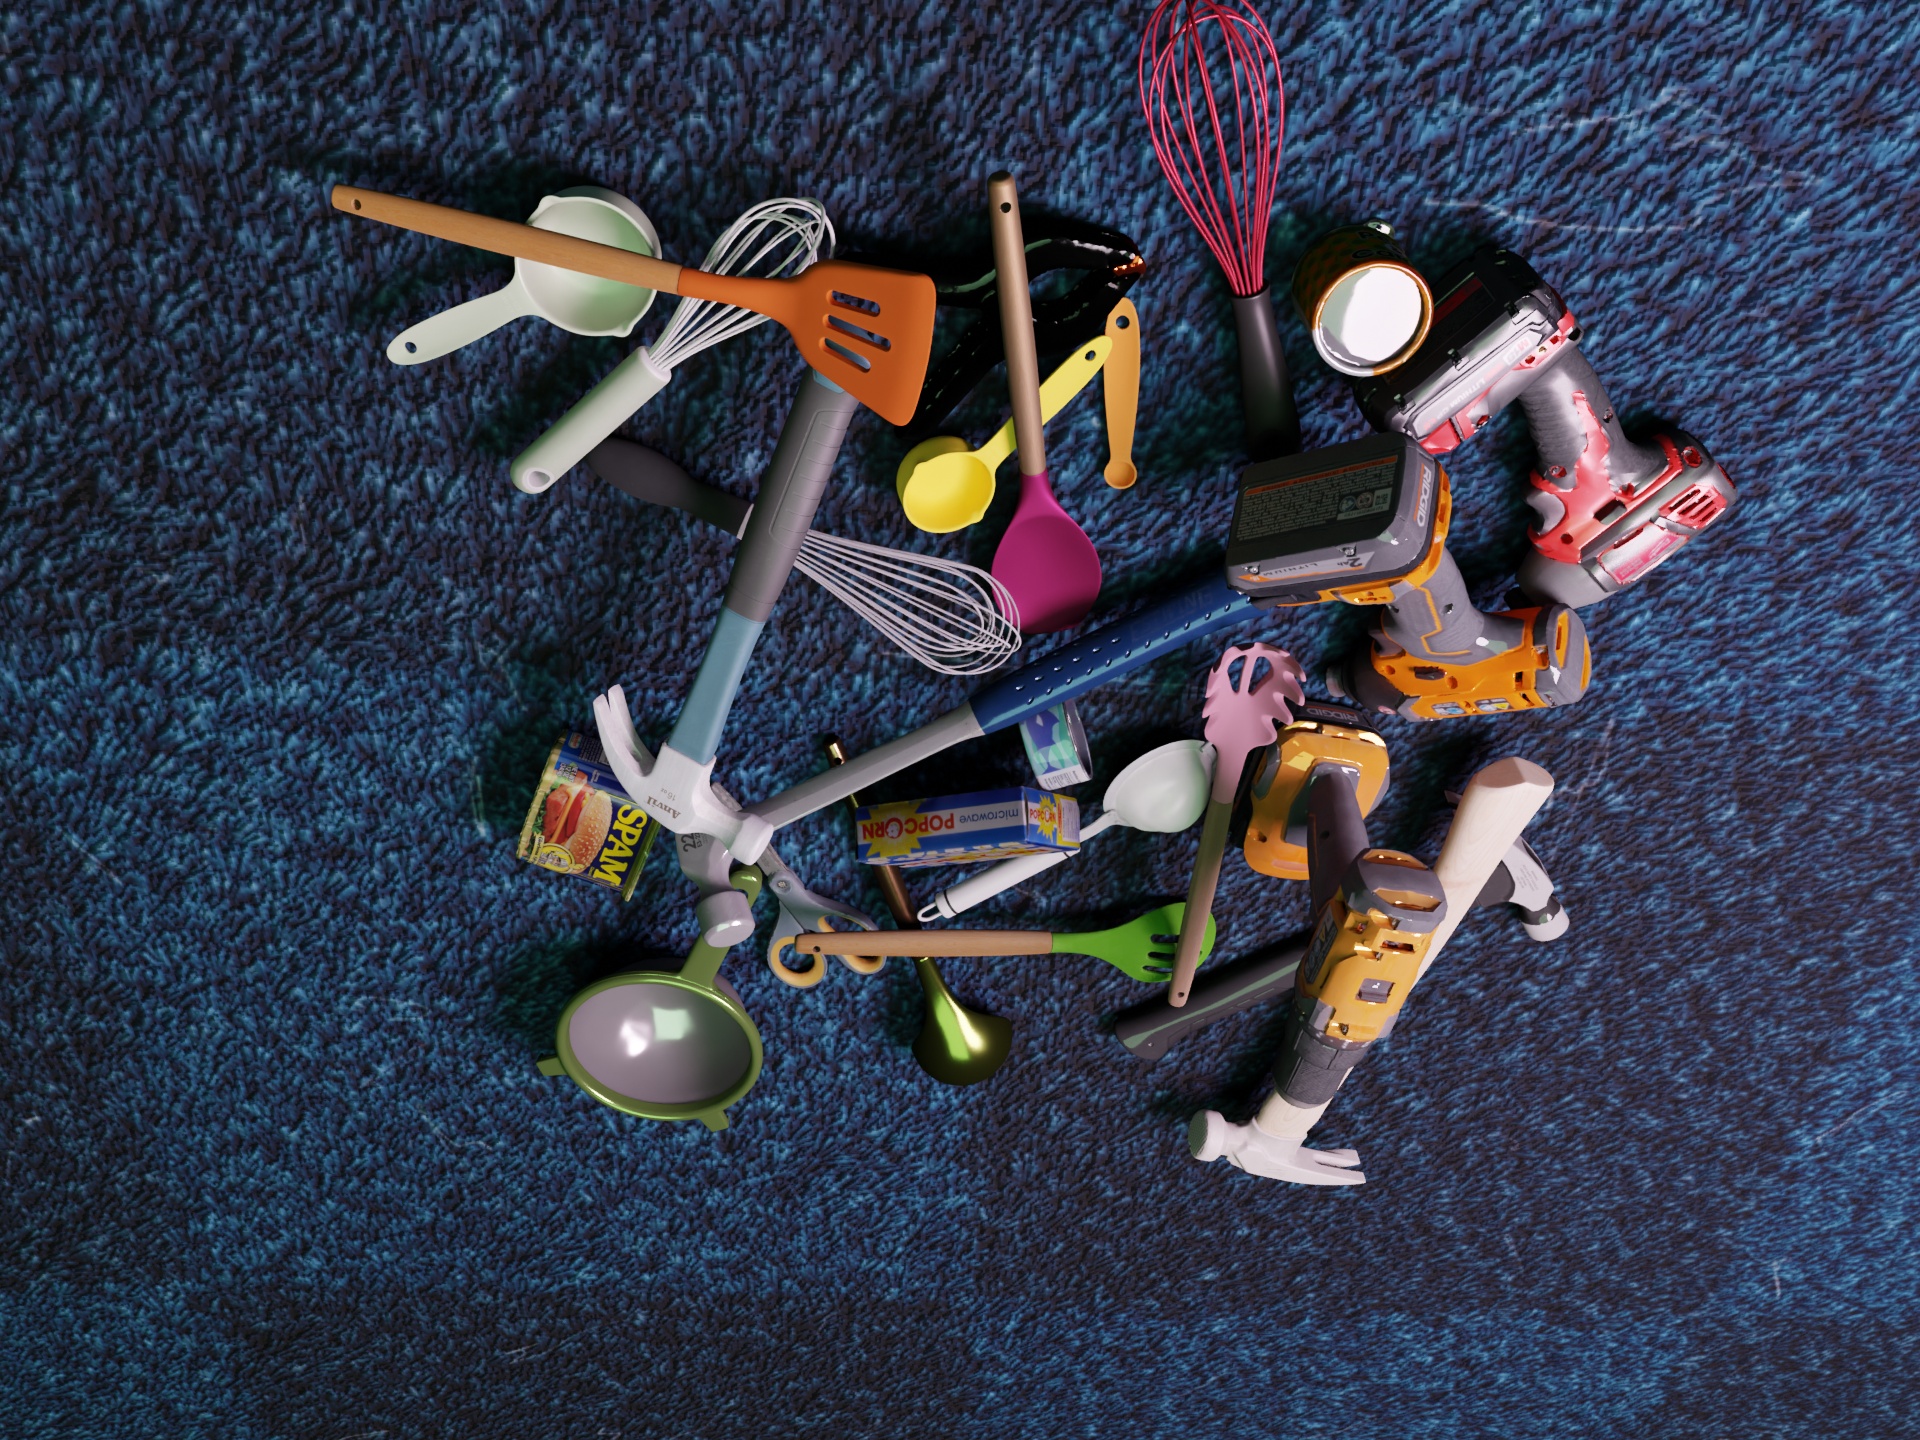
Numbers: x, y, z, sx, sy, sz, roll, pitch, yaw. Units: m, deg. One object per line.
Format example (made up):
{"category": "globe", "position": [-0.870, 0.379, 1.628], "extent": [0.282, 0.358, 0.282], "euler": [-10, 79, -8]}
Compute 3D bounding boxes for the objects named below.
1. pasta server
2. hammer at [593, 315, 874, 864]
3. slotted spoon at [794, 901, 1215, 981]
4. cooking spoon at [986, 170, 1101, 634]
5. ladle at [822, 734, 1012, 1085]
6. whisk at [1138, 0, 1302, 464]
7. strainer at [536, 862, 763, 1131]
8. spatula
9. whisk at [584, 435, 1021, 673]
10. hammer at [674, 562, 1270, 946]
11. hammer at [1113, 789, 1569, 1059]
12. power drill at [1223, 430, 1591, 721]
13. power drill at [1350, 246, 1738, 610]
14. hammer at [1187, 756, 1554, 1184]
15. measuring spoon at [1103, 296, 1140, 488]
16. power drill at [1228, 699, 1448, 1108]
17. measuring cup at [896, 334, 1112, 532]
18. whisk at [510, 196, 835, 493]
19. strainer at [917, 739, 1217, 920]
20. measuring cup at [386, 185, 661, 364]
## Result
{"category": "pasta server", "position": [0.169, 0.077, 1.051], "extent": [0.060, 0.040, 0.316], "euler": [5, 124, -2]}
{"category": "hammer", "position": [-0.119, -0.075, 0.919], "extent": [0.128, 0.033, 0.331], "euler": [28, 115, 4]}
{"category": "slotted spoon", "position": [0.038, 0.160, 1.131], "extent": [0.313, 0.031, 0.070], "euler": [2, 118, -13]}
{"category": "cooking spoon", "position": [0.039, -0.165, 0.909], "extent": [0.069, 0.017, 0.318], "euler": [-9, 137, 2]}
{"category": "ladle", "position": [-0.037, 0.141, 1.148], "extent": [0.078, 0.062, 0.320], "euler": [-18, 117, 5]}
{"category": "whisk", "position": [0.152, -0.252, 0.862], "extent": [0.073, 0.073, 0.295], "euler": [-14, 131, 9]}
{"category": "strainer", "position": [-0.195, 0.182, 1.149], "extent": [0.151, 0.069, 0.256], "euler": [22, 121, -13]}
{"category": "spatula", "position": [-0.170, -0.231, 0.821], "extent": [0.322, 0.041, 0.081], "euler": [14, 122, 0]}
{"category": "whisk", "position": [-0.093, -0.103, 0.954], "extent": [0.284, 0.070, 0.070], "euler": [25, 121, -6]}
{"category": "hammer", "position": [-0.002, -0.003, 1.005], "extent": [0.405, 0.144, 0.035], "euler": [-26, 152, 8]}
{"category": "hammer", "position": [0.263, 0.167, 1.169], "extent": [0.335, 0.035, 0.146], "euler": [-28, 122, 18]}
{"category": "power drill", "position": [0.250, -0.068, 0.939], "extent": [0.164, 0.084, 0.226], "euler": [-8, 149, 43]}
{"category": "power drill", "position": [0.334, -0.153, 0.924], "extent": [0.219, 0.079, 0.143], "euler": [36, 117, -26]}
{"category": "hammer", "position": [0.313, 0.194, 1.147], "extent": [0.146, 0.038, 0.410], "euler": [14, 124, -14]}
{"category": "measuring spoon", "position": [0.095, -0.191, 0.931], "extent": [0.021, 0.011, 0.116], "euler": [3, 122, 9]}
{"category": "power drill", "position": [0.230, 0.116, 1.014], "extent": [0.084, 0.226, 0.185], "euler": [9, 124, -7]}
{"category": "measuring cup", "position": [0.025, -0.174, 0.932], "extent": [0.156, 0.029, 0.062], "euler": [-42, 134, 14]}
{"category": "whisk", "position": [-0.165, -0.205, 0.886], "extent": [0.246, 0.059, 0.057], "euler": [-35, 140, 21]}
{"category": "strainer", "position": [0.082, 0.082, 1.088], "extent": [0.258, 0.050, 0.086], "euler": [-28, 143, 14]}
{"category": "measuring cup", "position": [-0.241, -0.237, 0.875], "extent": [0.167, 0.038, 0.083], "euler": [-19, 123, 14]}
